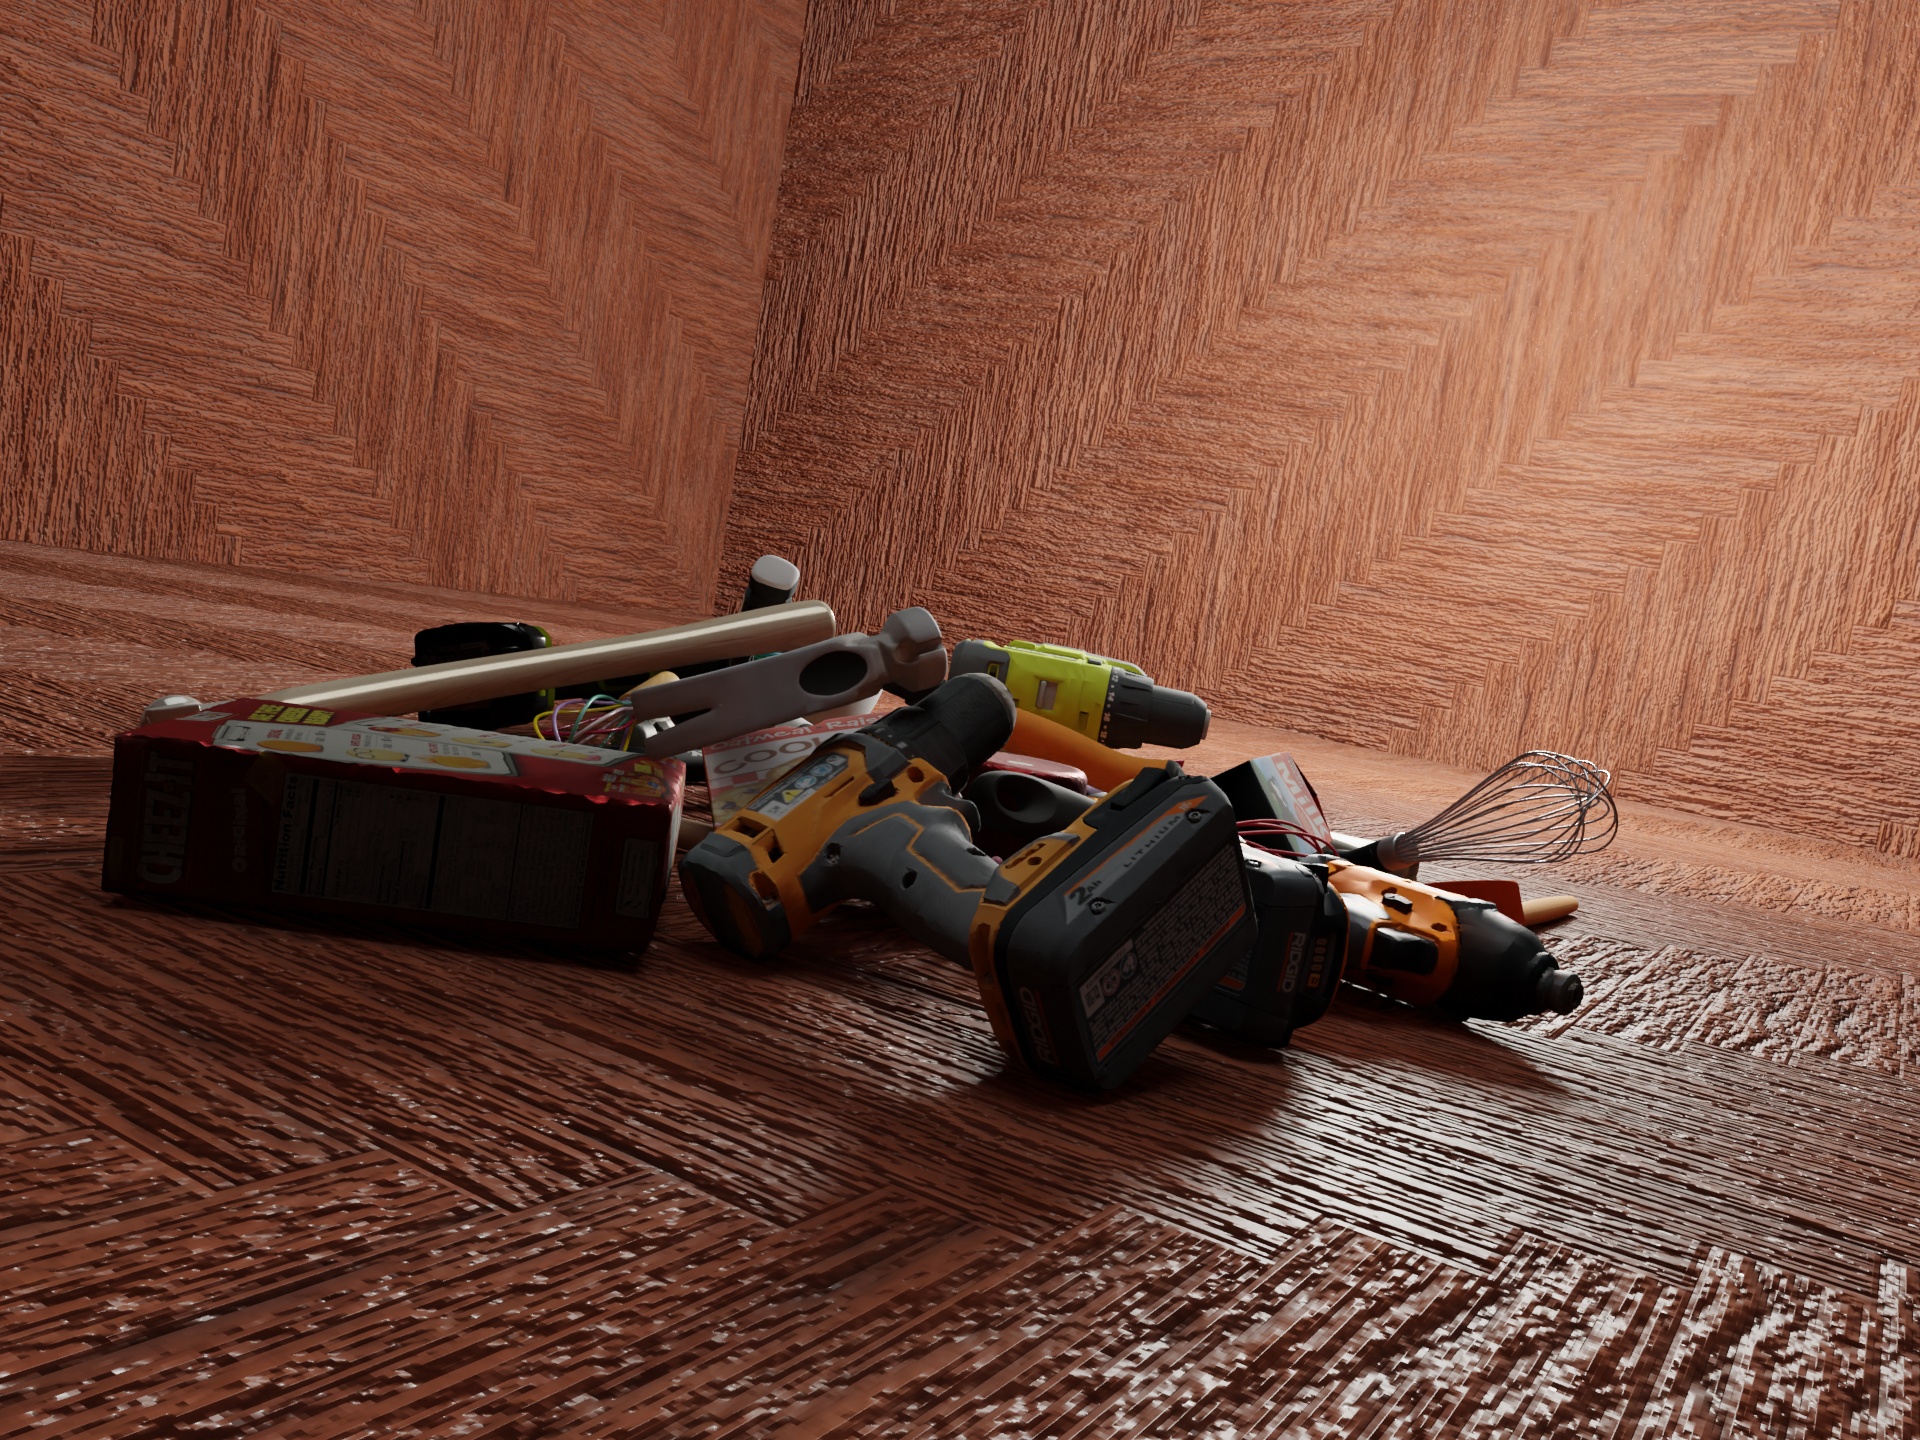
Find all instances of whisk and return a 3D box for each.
[{"bbox_3d":[0.296,0.075,1.002,0.070,0.070,0.284,8,-19,-24],"label":"whisk"},{"bbox_3d":[0.119,0.072,0.869,0.295,0.073,0.073,18,-1,-36],"label":"whisk"},{"bbox_3d":[-0.218,-0.007,1.014,0.047,0.051,0.245,8,11,2],"label":"whisk"}]

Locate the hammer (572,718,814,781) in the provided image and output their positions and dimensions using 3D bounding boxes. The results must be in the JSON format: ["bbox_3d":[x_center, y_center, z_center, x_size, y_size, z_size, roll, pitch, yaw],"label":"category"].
[{"bbox_3d":[-0.202,0.031,1.035,0.334,0.035,0.146,2,19,-39],"label":"hammer"}]

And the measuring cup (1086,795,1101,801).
[{"bbox_3d":[0.033,0.071,1.029,0.174,0.052,0.095,9,5,18],"label":"measuring cup"}]

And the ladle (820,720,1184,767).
[{"bbox_3d":[0.028,0.026,1.312,0.315,0.031,0.069,8,0,19],"label":"ladle"}]

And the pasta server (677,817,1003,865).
[{"bbox_3d":[-0.082,0.072,0.859,0.316,0.040,0.060,11,23,30],"label":"pasta server"}]

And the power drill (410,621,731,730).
[{"bbox_3d":[-0.293,-0.036,1.239,0.171,0.080,0.223,-3,0,38],"label":"power drill"}]

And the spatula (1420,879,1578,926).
[{"bbox_3d":[0.392,0.128,1.119,0.081,0.041,0.322,-8,-7,33],"label":"spatula"}]

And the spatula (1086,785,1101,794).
[{"bbox_3d":[0.022,0.054,1.117,0.060,0.018,0.315,23,22,39],"label":"spatula"}]

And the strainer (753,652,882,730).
[{"bbox_3d":[-0.114,-0.014,1.483,0.340,0.095,0.211,14,9,27],"label":"strainer"}]

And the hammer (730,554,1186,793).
[{"bbox_3d":[-0.002,-0.004,1.122,0.337,0.127,0.034,22,45,1],"label":"hammer"}]

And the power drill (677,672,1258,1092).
[{"bbox_3d":[0.014,0.050,0.673,0.226,0.084,0.185,14,41,43],"label":"power drill"}]

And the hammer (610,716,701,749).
[{"bbox_3d":[-0.082,0.040,1.241,0.359,0.036,0.149,10,5,14],"label":"hammer"}]

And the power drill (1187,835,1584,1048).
[{"bbox_3d":[0.181,0.105,0.759,0.226,0.084,0.164,10,4,-44],"label":"power drill"}]

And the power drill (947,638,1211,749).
[{"bbox_3d":[0.093,-0.016,1.238,0.190,0.080,0.228,11,2,5],"label":"power drill"}]

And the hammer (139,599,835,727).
[{"bbox_3d":[-0.256,-0.028,0.946,0.410,0.038,0.146,-12,8,-31],"label":"hammer"}]

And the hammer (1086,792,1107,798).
[{"bbox_3d":[0.144,0.073,1.320,0.331,0.033,0.128,8,4,-18],"label":"hammer"}]

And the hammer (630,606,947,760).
[{"bbox_3d":[-0.134,-0.010,0.884,0.143,0.038,0.386,-17,4,-19],"label":"hammer"}]
